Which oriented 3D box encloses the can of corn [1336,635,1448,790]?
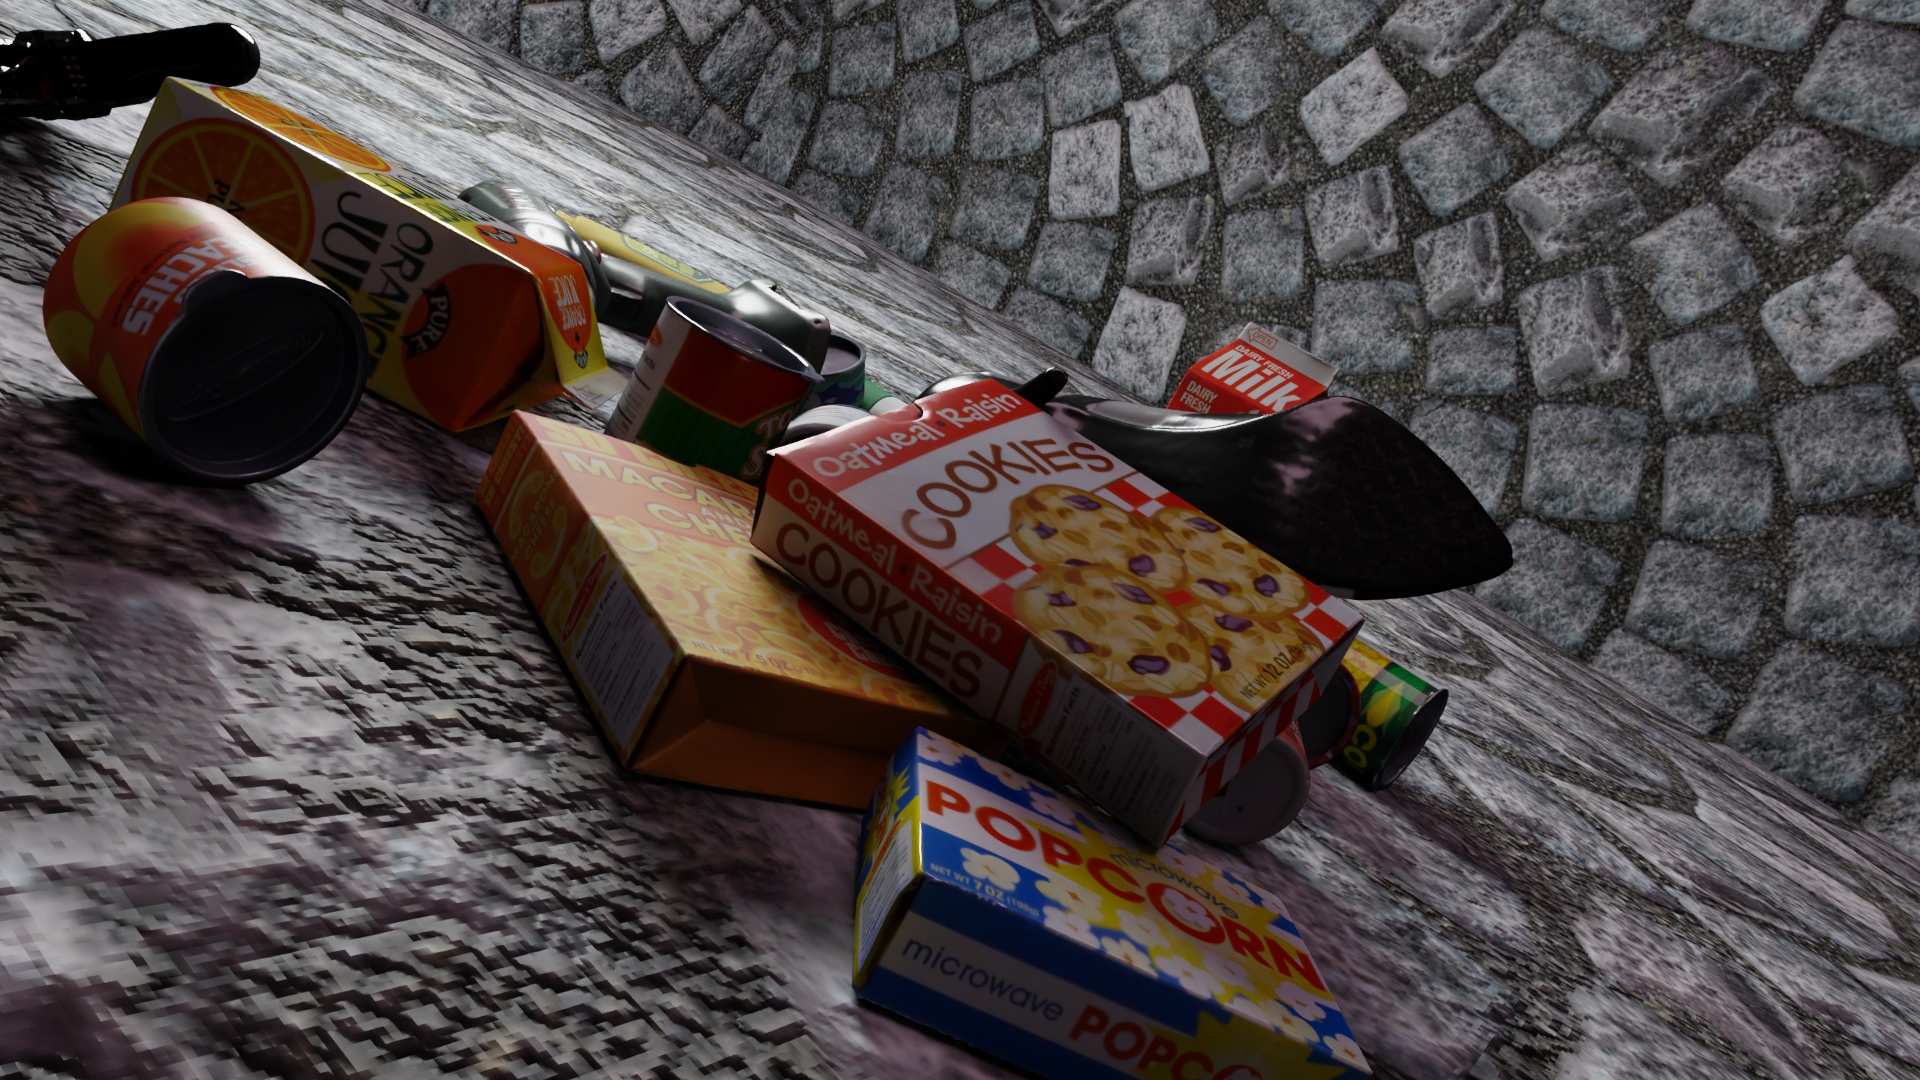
[{"bbox_3d":[0.228,0.097,0.778,0.058,0.071,0.071,35,13,30],"label":"can of corn"}]

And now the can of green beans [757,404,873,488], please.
[{"bbox_3d":[-0.059,-0.025,0.623,0.071,0.071,0.058,28,13,-2],"label":"can of green beans"}]

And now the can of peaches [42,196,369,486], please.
[{"bbox_3d":[-0.218,-0.060,0.401,0.058,0.071,0.071,34,13,26],"label":"can of peaches"}]

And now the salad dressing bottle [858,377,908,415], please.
[{"bbox_3d":[-0.026,-0.062,0.901,0.148,0.044,0.064,35,18,33],"label":"salad dressing bottle"}]

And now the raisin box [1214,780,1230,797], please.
[{"bbox_3d":[0.050,0.040,0.523,0.123,0.039,0.086,15,33,12],"label":"raisin box"}]

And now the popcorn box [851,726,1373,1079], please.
[{"bbox_3d":[0.035,0.106,0.367,0.127,0.038,0.085,27,12,-10],"label":"popcorn box"}]

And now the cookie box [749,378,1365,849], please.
[{"bbox_3d":[0.033,0.012,0.459,0.168,0.040,0.123,35,34,23],"label":"cookie box"}]

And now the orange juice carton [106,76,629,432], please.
[{"bbox_3d":[-0.225,-0.104,0.557,0.193,0.073,0.072,28,11,-6],"label":"orange juice carton"}]

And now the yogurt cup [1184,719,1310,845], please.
[{"bbox_3d":[0.107,0.085,0.558,0.072,0.072,0.054,26,20,-13],"label":"yogurt cup"}]

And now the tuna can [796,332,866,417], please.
[{"bbox_3d":[-0.096,-0.106,0.889,0.071,0.032,0.071,3,33,-2],"label":"tuna can"}]

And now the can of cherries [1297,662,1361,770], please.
[{"bbox_3d":[0.164,0.078,0.708,0.071,0.071,0.058,26,12,-12],"label":"can of cherries"}]

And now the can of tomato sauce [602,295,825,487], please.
[{"bbox_3d":[-0.105,-0.047,0.567,0.071,0.083,0.071,28,12,-6],"label":"can of tomato sauce"}]

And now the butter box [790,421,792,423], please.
[{"bbox_3d":[-0.078,-0.042,0.748,0.053,0.024,0.104,32,13,12],"label":"butter box"}]

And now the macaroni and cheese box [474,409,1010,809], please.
[{"bbox_3d":[-0.076,0.021,0.457,0.124,0.040,0.167,19,16,-40],"label":"macaroni and cheese box"}]

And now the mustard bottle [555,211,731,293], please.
[{"bbox_3d":[-0.223,-0.173,0.897,0.160,0.048,0.065,25,11,-20],"label":"mustard bottle"}]

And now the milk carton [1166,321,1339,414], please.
[{"bbox_3d":[0.156,-0.037,0.857,0.072,0.190,0.073,37,14,33],"label":"milk carton"}]
